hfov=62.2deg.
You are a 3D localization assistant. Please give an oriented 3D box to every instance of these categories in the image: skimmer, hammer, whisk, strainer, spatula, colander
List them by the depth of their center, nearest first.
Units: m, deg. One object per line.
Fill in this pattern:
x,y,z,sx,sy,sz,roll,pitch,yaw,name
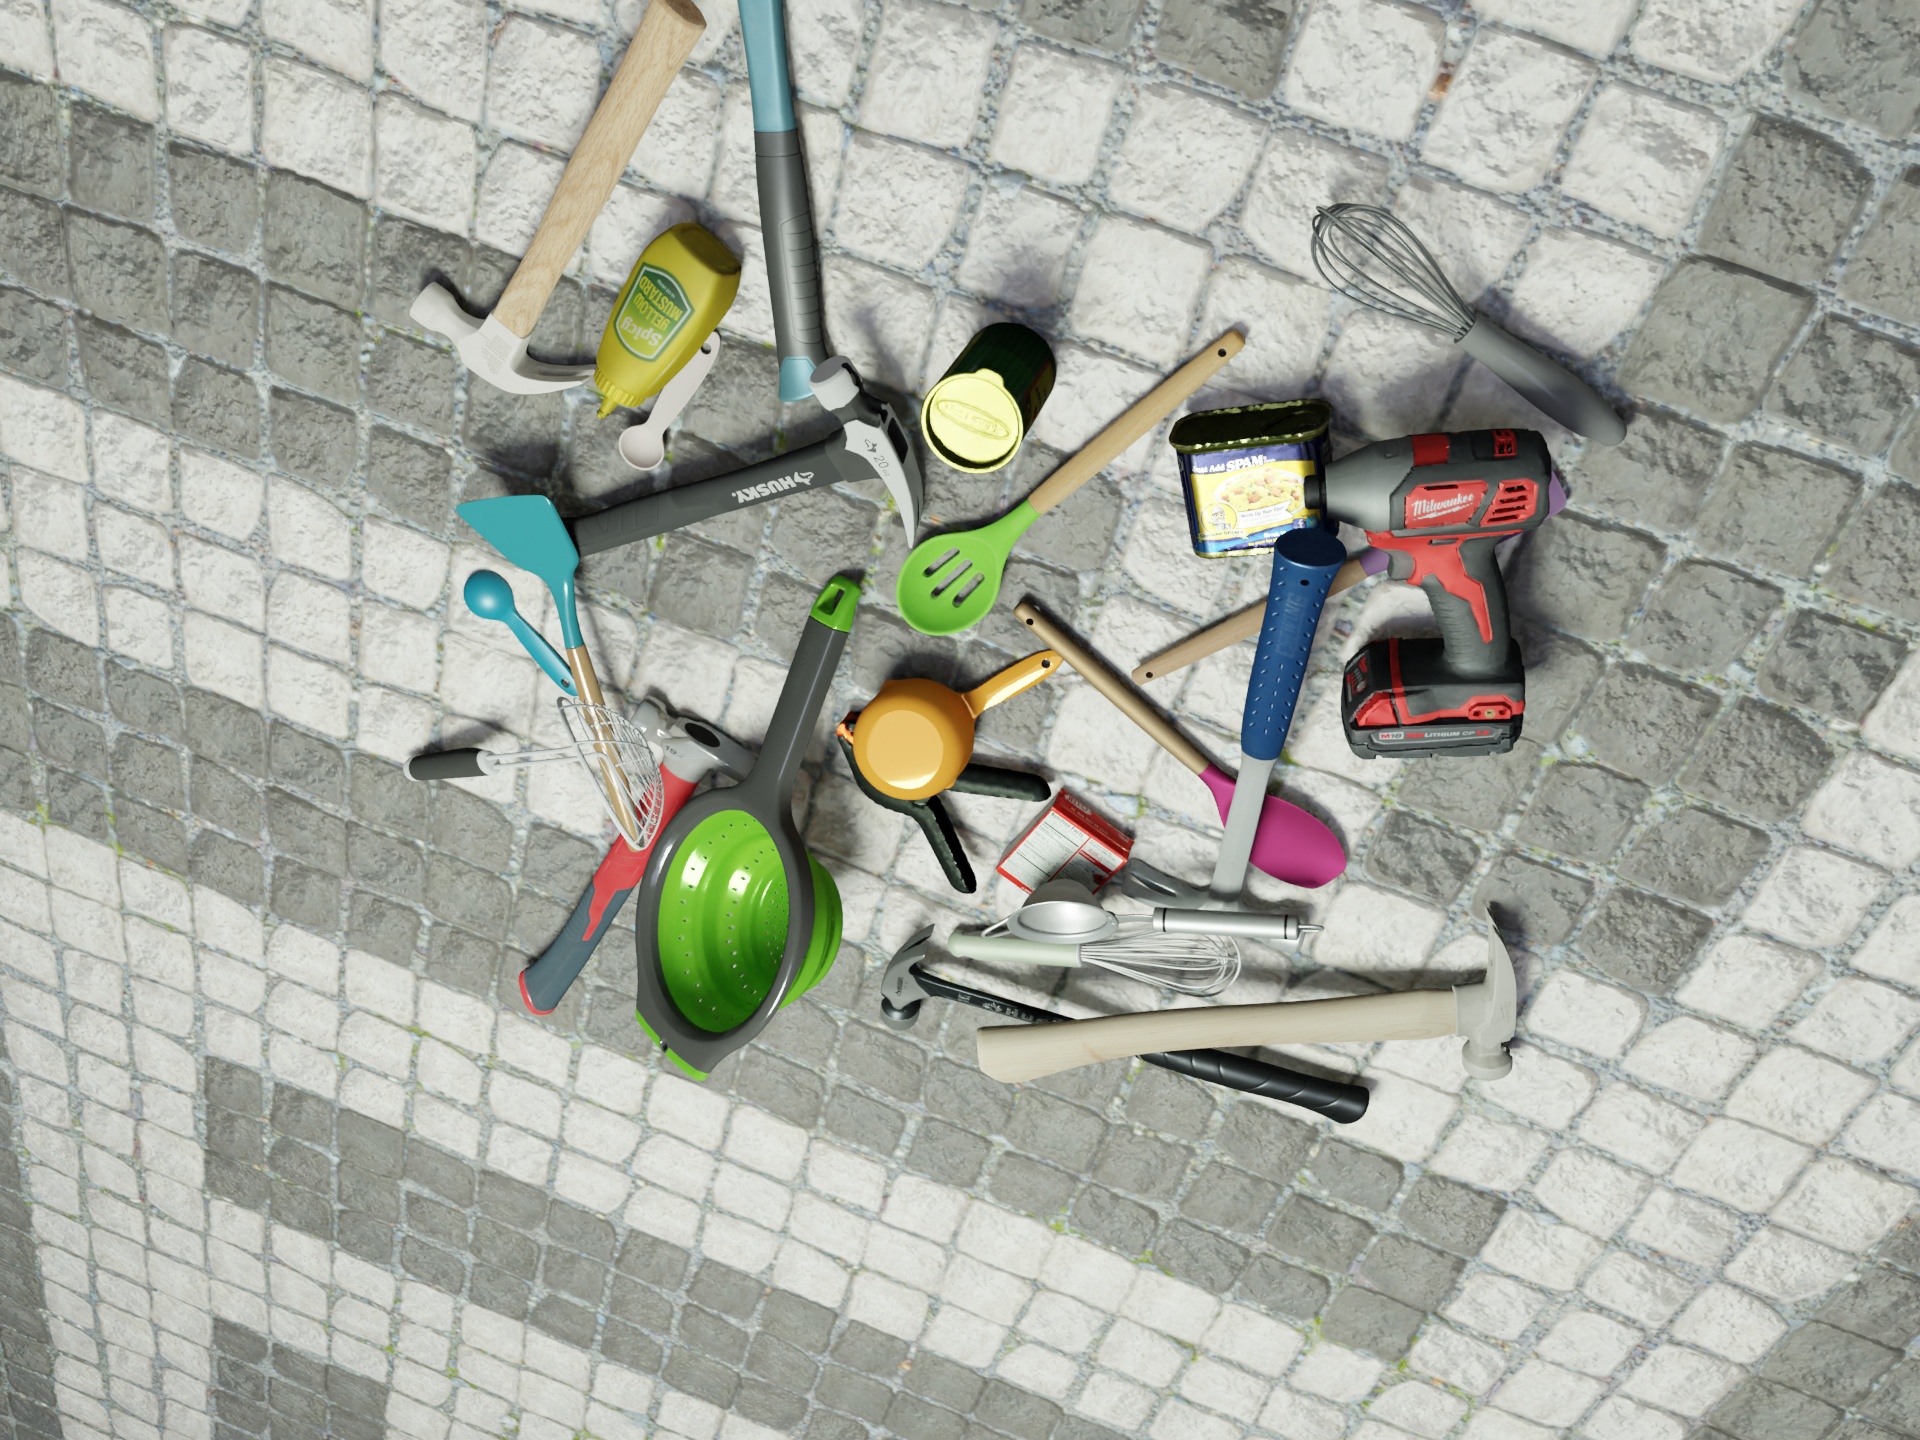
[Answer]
0.306,-0.235,0.953,0.239,0.055,0.055,32,125,-9,whisk
-0.116,-0.364,1.017,0.128,0.033,0.330,5,122,14,hammer
-0.254,-0.340,1.056,0.130,0.031,0.331,38,132,-11,hammer
0.249,-0.095,1.076,0.316,0.018,0.059,-27,107,29,spatula
0.199,0.027,1.096,0.144,0.035,0.405,14,141,11,hammer
-0.181,-0.157,1.154,0.335,0.035,0.146,-11,135,29,hammer
0.144,0.149,1.205,0.258,0.050,0.086,2,152,16,strainer
0.215,0.228,1.227,0.410,0.038,0.146,-6,120,7,hammer
-0.130,0.083,1.233,0.205,0.094,0.397,30,103,43,colander
-0.300,-0.031,1.240,0.082,0.044,0.317,-3,116,20,spatula
-0.360,0.046,1.258,0.363,0.090,0.127,-5,120,41,skimmer
0.105,0.187,1.289,0.246,0.057,0.059,1,87,21,whisk
0.133,0.260,1.311,0.409,0.036,0.149,15,144,5,hammer
-0.288,0.147,1.391,0.143,0.038,0.386,33,125,-6,hammer

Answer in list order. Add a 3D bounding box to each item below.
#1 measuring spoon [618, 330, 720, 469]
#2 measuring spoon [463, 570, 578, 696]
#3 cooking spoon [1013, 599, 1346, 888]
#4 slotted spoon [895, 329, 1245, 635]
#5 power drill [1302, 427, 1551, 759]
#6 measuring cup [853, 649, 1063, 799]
-0.205,-0.232,1.143,0.034,0.018,0.124,35,118,-11,measuring spoon
-0.356,-0.065,1.288,0.042,0.021,0.128,-30,107,31,measuring spoon
0.161,0.018,1.176,0.318,0.017,0.068,40,128,-10,cooking spoon
0.072,-0.161,1.088,0.070,0.031,0.313,46,121,-10,slotted spoon
0.292,-0.081,1.007,0.143,0.079,0.219,-2,130,12,power drill
-0.002,-0.004,1.176,0.173,0.052,0.095,-29,95,18,measuring cup
